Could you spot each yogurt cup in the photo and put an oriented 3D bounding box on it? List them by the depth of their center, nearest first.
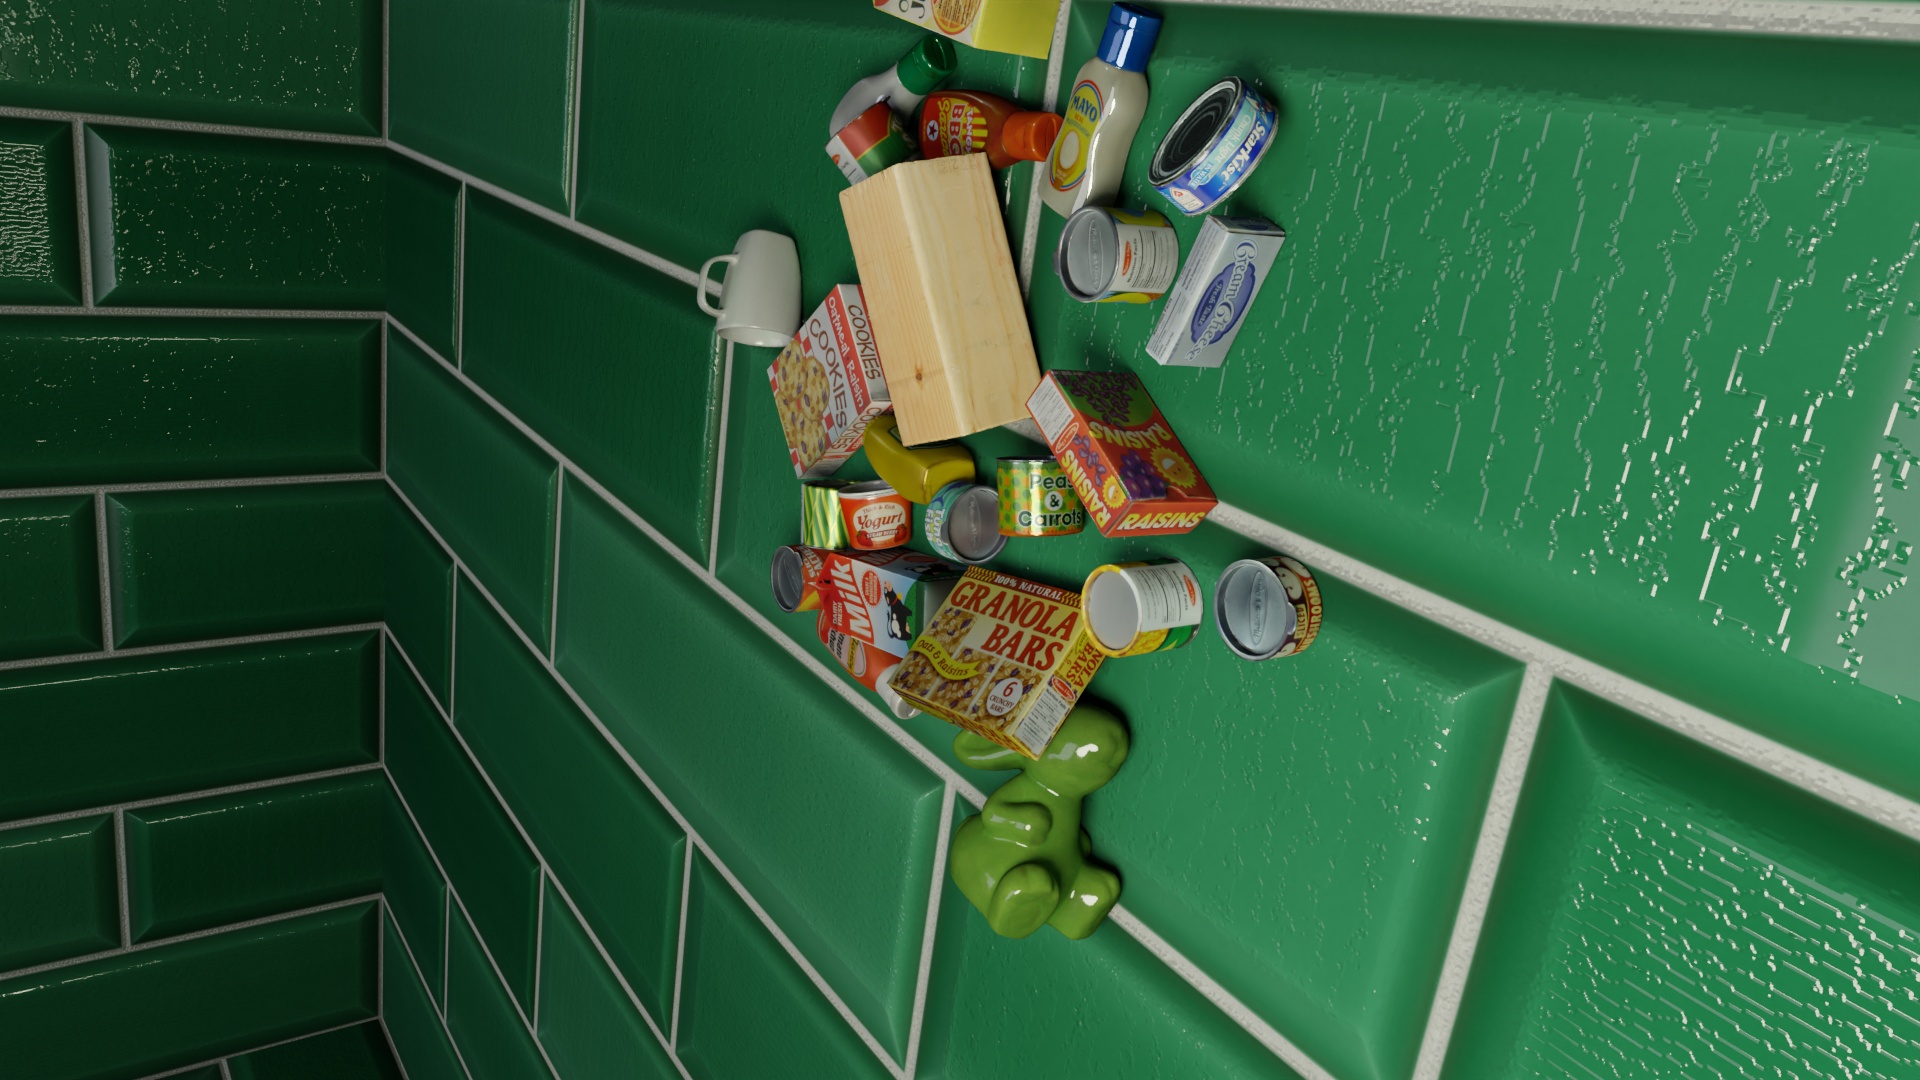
[{"bbox_3d":[-0.074,-0.023,1.250,0.072,0.072,0.053,10,110,54],"label":"yogurt cup"}]

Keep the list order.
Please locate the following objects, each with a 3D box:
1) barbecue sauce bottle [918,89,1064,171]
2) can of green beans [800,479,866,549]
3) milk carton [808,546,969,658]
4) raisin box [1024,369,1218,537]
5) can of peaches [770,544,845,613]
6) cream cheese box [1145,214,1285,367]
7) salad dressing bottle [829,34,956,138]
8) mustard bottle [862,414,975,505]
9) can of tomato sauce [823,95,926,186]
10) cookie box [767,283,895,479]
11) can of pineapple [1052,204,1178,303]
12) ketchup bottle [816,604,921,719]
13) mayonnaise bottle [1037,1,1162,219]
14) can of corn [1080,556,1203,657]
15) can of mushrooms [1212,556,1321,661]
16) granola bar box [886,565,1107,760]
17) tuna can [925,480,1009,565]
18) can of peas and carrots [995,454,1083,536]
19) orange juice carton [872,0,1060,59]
[{"bbox_3d":[0.025,-0.319,1.088,0.149,0.044,0.064,25,118,50],"label":"barbecue sauce bottle"},{"bbox_3d":[-0.117,-0.025,1.306,0.071,0.071,0.057,15,106,53],"label":"can of green beans"},{"bbox_3d":[-0.058,0.050,1.226,0.190,0.072,0.073,16,107,53],"label":"milk carton"},{"bbox_3d":[0.111,-0.062,0.962,0.040,0.086,0.124,-53,53,38],"label":"raisin box"},{"bbox_3d":[-0.145,0.035,1.359,0.071,0.058,0.071,8,100,54],"label":"can of peaches"},{"bbox_3d":[0.165,-0.160,0.902,0.024,0.053,0.103,53,134,38],"label":"cream cheese box"},{"bbox_3d":[-0.059,-0.382,1.200,0.147,0.044,0.064,-24,79,52],"label":"salad dressing bottle"},{"bbox_3d":[-0.048,-0.076,1.206,0.160,0.065,0.048,36,127,51],"label":"mustard bottle"},{"bbox_3d":[-0.062,-0.317,1.167,0.083,0.071,0.071,52,143,-8],"label":"can of tomato sauce"},{"bbox_3d":[-0.120,-0.149,1.318,0.166,0.040,0.123,-38,64,51],"label":"cookie box"},{"bbox_3d":[0.109,-0.200,0.972,0.071,0.058,0.071,9,102,54],"label":"can of pineapple"},{"bbox_3d":[-0.081,0.107,1.291,0.149,0.044,0.064,44,128,42],"label":"ketchup bottle"},{"bbox_3d":[0.101,-0.303,0.985,0.065,0.041,0.147,50,133,42],"label":"mayonnaise bottle"},{"bbox_3d":[0.125,0.048,0.979,0.071,0.058,0.071,9,102,54],"label":"can of corn"},{"bbox_3d":[0.200,0.044,0.896,0.071,0.033,0.071,9,101,54],"label":"can of mushrooms"},{"bbox_3d":[0.033,0.090,1.074,0.165,0.039,0.124,14,64,53],"label":"granola bar box"},{"bbox_3d":[0.004,-0.014,1.132,0.033,0.071,0.071,16,107,54],"label":"tuna can"},{"bbox_3d":[0.061,-0.034,1.052,0.071,0.071,0.058,7,101,54],"label":"can of peas and carrots"},{"bbox_3d":[-0.006,-0.439,1.092,0.193,0.072,0.072,40,126,45],"label":"orange juice carton"}]
